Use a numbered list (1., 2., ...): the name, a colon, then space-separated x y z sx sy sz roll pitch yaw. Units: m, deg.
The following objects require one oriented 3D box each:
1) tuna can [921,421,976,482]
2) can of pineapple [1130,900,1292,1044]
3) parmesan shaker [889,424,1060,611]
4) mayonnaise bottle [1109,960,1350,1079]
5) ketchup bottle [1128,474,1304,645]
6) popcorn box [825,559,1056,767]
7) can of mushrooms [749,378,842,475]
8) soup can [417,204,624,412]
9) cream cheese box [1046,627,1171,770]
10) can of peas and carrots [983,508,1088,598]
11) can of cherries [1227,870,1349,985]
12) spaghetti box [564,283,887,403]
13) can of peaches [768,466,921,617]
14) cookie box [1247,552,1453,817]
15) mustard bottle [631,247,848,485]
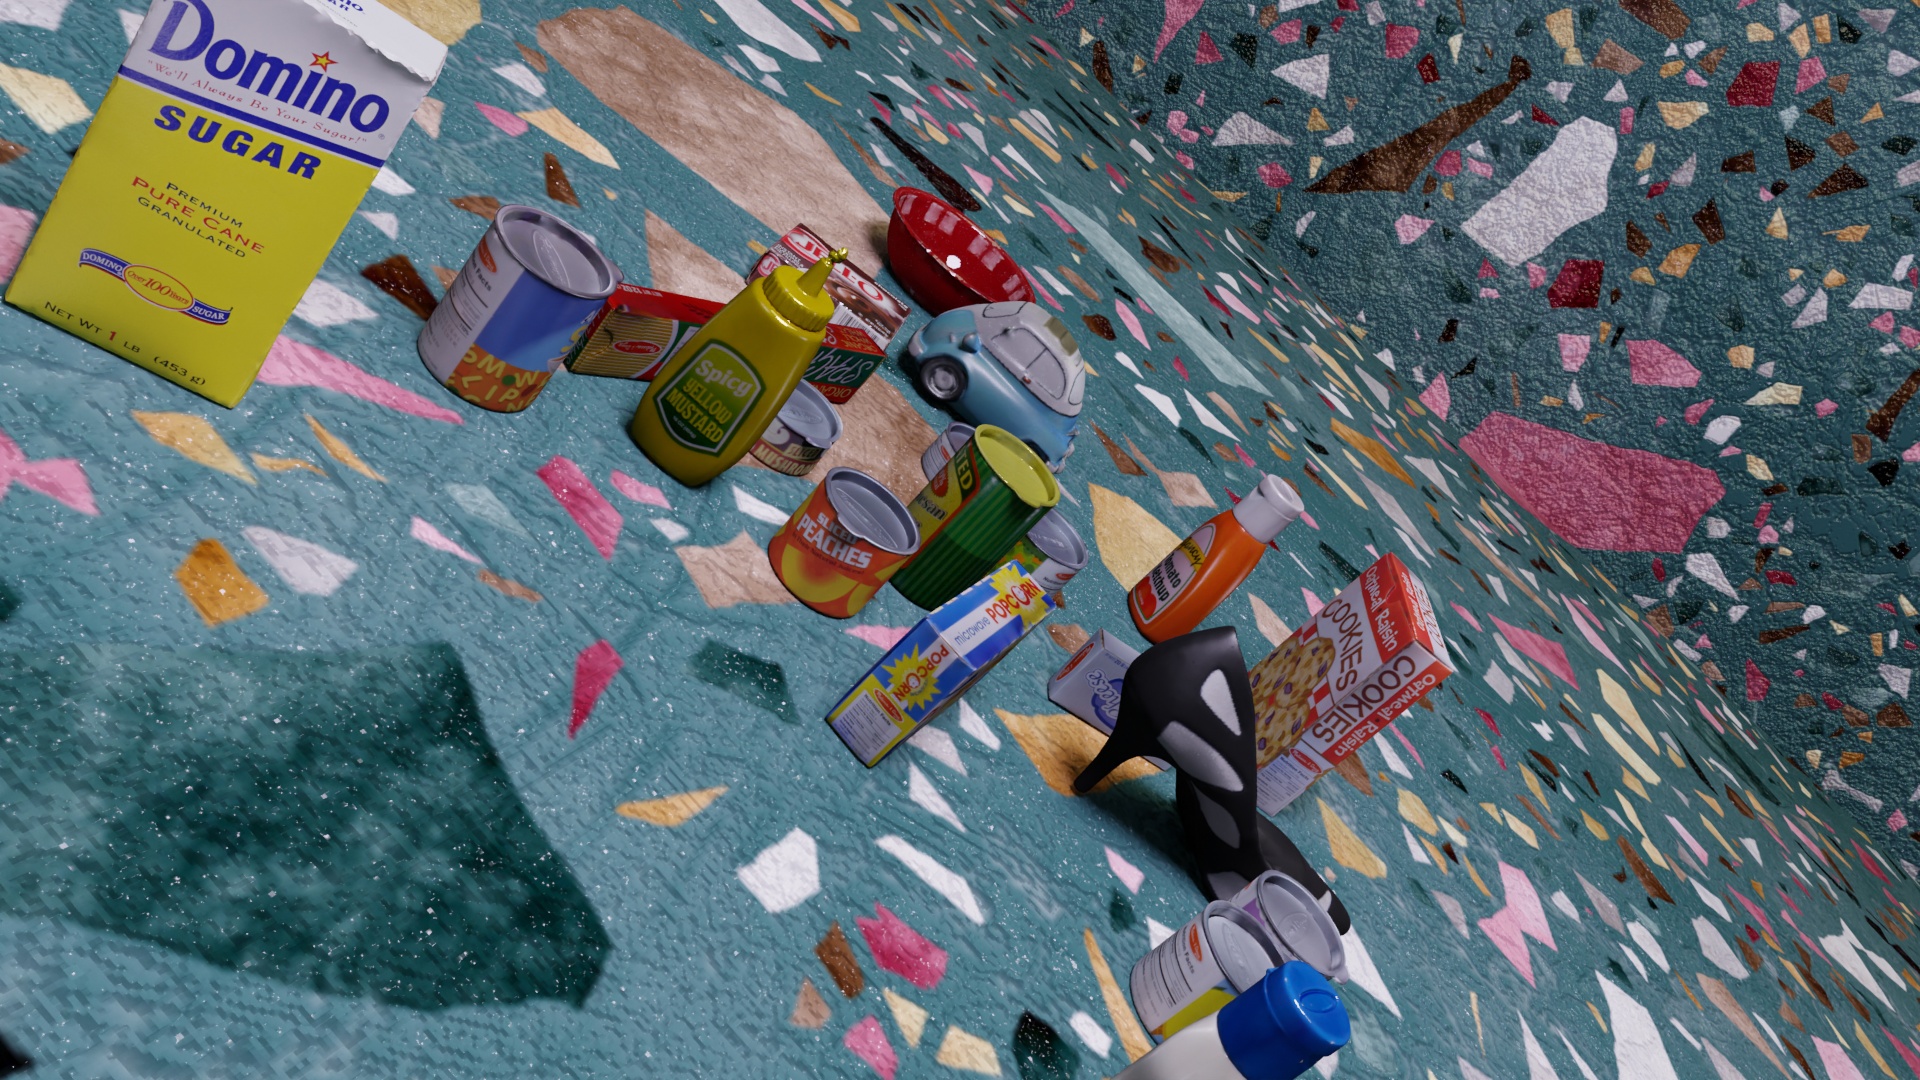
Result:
1. tuna can: 0.008 -0.050 1.001 0.071 0.032 0.071 34 27 -20
2. can of pineapple: 0.132 0.231 0.717 0.071 0.057 0.071 34 27 -20
3. parmesan shaker: 0.003 -0.011 0.849 0.071 0.102 0.072 34 26 -20
4. mayonnaise bottle: 0.091 0.224 0.561 0.065 0.147 0.041 14 38 -47
5. ketchup bottle: 0.190 0.014 1.031 0.043 0.148 0.065 32 27 -24
6. popcorn box: -0.008 0.063 0.740 0.038 0.085 0.127 47 25 7
7. can of mushrooms: -0.108 -0.073 0.863 0.071 0.033 0.071 34 27 -20
8. soup can: -0.222 -0.115 0.704 0.071 0.083 0.072 34 27 -20
9. cream cheese box: 0.111 0.103 0.890 0.104 0.053 0.024 33 27 -21
10. can of peas and carrots: 0.040 0.010 0.924 0.071 0.058 0.071 34 27 -20
11. can of cherries: 0.172 0.230 0.775 0.071 0.058 0.072 34 27 -20
12. spaghetti box: -0.140 -0.120 0.870 0.250 0.050 0.029 -1 50 -56
13. can of peaches: -0.067 0.002 0.780 0.071 0.058 0.071 34 27 -20
14. cookie box: 0.262 0.099 0.982 0.040 0.167 0.123 38 25 -12
15. mustard bottle: -0.113 -0.101 0.751 0.065 0.159 0.049 41 25 -5
